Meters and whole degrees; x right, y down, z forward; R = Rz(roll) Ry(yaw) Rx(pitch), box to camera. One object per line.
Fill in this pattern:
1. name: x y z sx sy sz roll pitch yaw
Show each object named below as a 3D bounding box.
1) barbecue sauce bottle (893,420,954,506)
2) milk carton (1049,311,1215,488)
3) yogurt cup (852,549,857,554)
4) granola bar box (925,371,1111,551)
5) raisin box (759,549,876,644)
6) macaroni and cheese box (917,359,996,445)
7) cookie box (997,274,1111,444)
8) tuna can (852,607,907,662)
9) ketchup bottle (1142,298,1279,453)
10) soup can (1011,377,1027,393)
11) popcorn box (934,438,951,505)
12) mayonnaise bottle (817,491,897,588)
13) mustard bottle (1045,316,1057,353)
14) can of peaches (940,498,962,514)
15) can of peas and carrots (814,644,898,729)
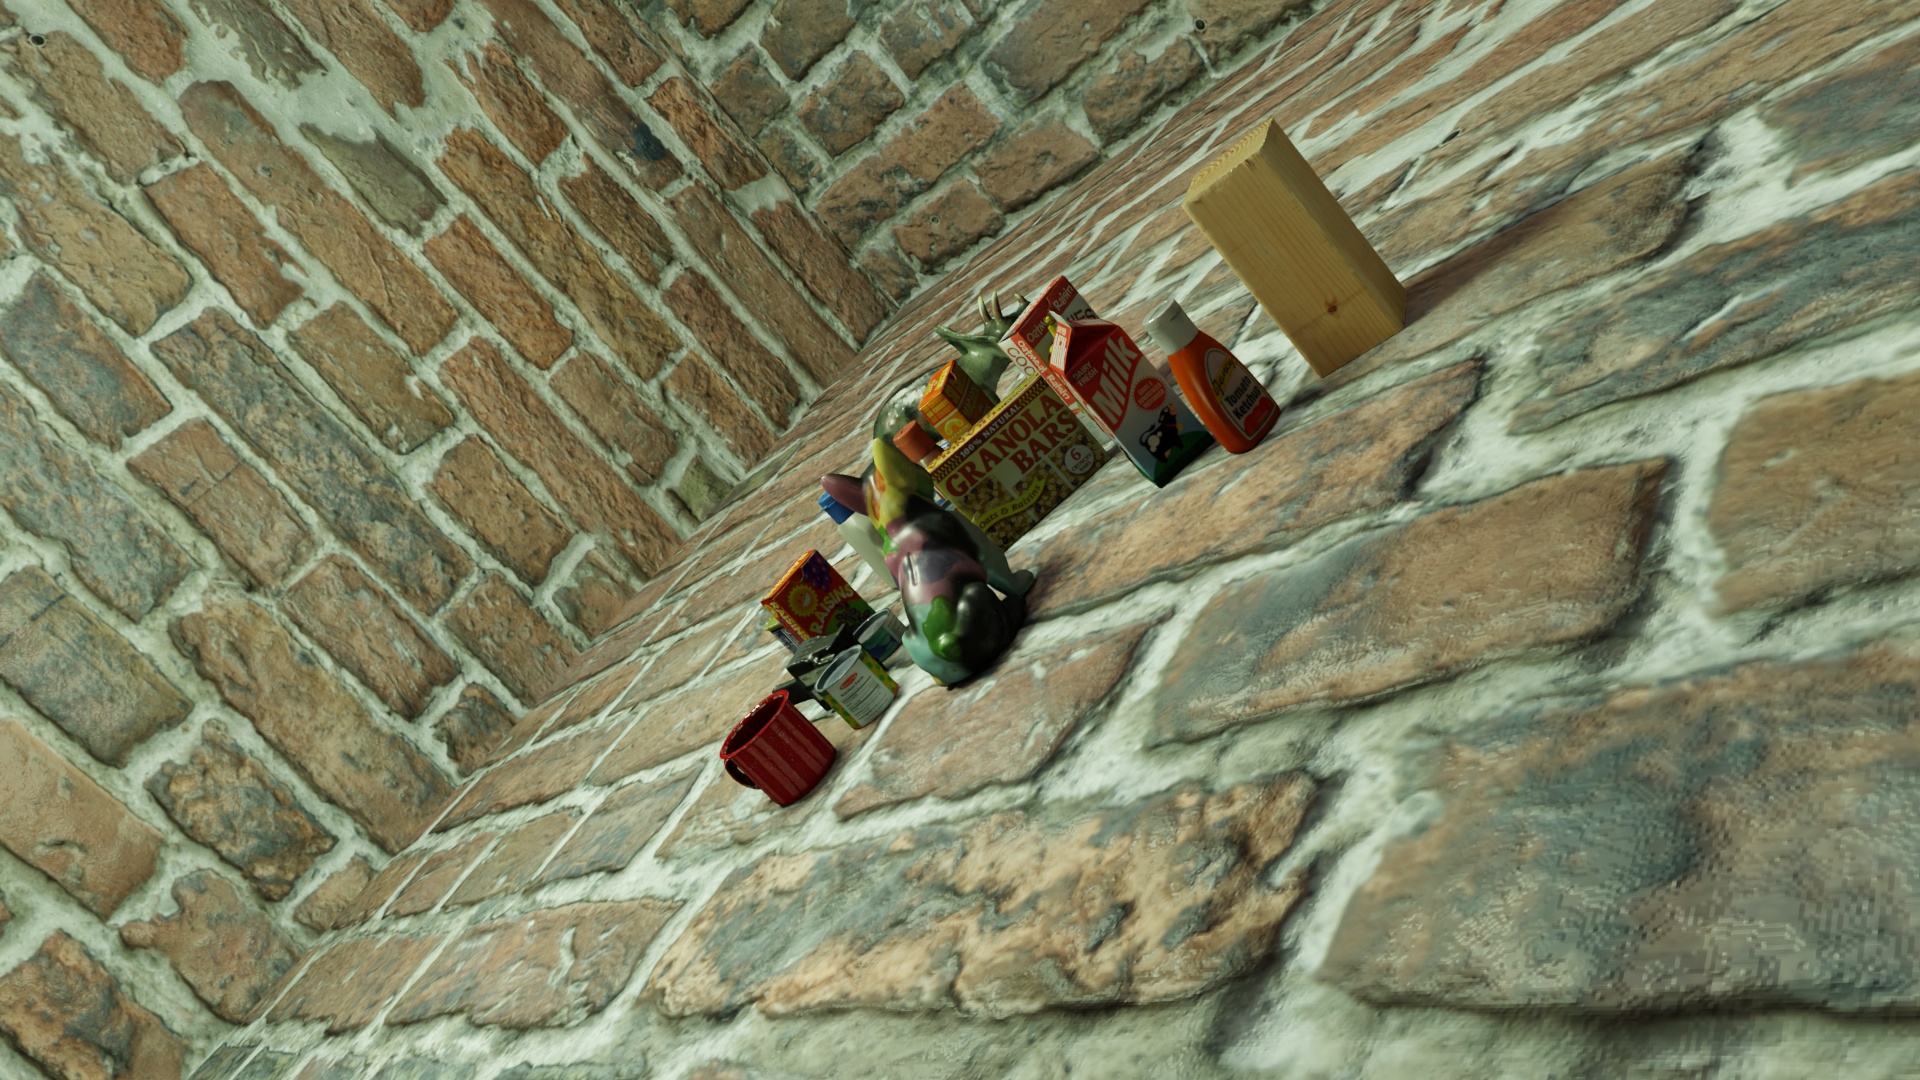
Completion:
1. barbecue sauce bottle: -0.019 -0.078 1.669 0.043 0.148 0.065 -40 14 9
2. milk carton: 0.152 -0.148 1.340 0.073 0.190 0.072 -42 14 3
3. yogurt cup: -0.095 0.009 1.802 0.072 0.054 0.072 -39 15 12
4. granola bar box: 0.063 -0.085 1.524 0.165 0.124 0.039 -41 14 4
5. raisin box: -0.162 0.083 1.626 0.086 0.123 0.040 -51 17 -30
6. macaroni and cheese box: 0.026 -0.128 1.657 0.040 0.166 0.124 -37 15 21
7. cookie box: 0.134 -0.206 1.601 0.040 0.167 0.123 -26 22 49
8. tuna can: -0.095 0.111 1.555 0.071 0.033 0.071 -39 15 12
9. ketchup bottle: 0.222 -0.151 1.252 0.065 0.148 0.043 -49 16 -25
10. soup can: 0.114 -0.168 1.707 0.071 0.083 0.071 -39 15 13
11. popcorn box: 0.005 -0.095 1.780 0.126 0.085 0.038 -29 19 41
12. mayonnaise bottle: -0.112 -0.006 1.703 0.064 0.148 0.041 -22 25 54
13. mustard bottle: 0.144 -0.186 1.531 0.048 0.160 0.066 -31 18 39
14. can of peaches: 0.006 -0.020 1.619 0.071 0.058 0.071 -39 15 12
15. can of peas and carrots: -0.107 0.150 1.424 0.071 0.058 0.071 -39 15 12
